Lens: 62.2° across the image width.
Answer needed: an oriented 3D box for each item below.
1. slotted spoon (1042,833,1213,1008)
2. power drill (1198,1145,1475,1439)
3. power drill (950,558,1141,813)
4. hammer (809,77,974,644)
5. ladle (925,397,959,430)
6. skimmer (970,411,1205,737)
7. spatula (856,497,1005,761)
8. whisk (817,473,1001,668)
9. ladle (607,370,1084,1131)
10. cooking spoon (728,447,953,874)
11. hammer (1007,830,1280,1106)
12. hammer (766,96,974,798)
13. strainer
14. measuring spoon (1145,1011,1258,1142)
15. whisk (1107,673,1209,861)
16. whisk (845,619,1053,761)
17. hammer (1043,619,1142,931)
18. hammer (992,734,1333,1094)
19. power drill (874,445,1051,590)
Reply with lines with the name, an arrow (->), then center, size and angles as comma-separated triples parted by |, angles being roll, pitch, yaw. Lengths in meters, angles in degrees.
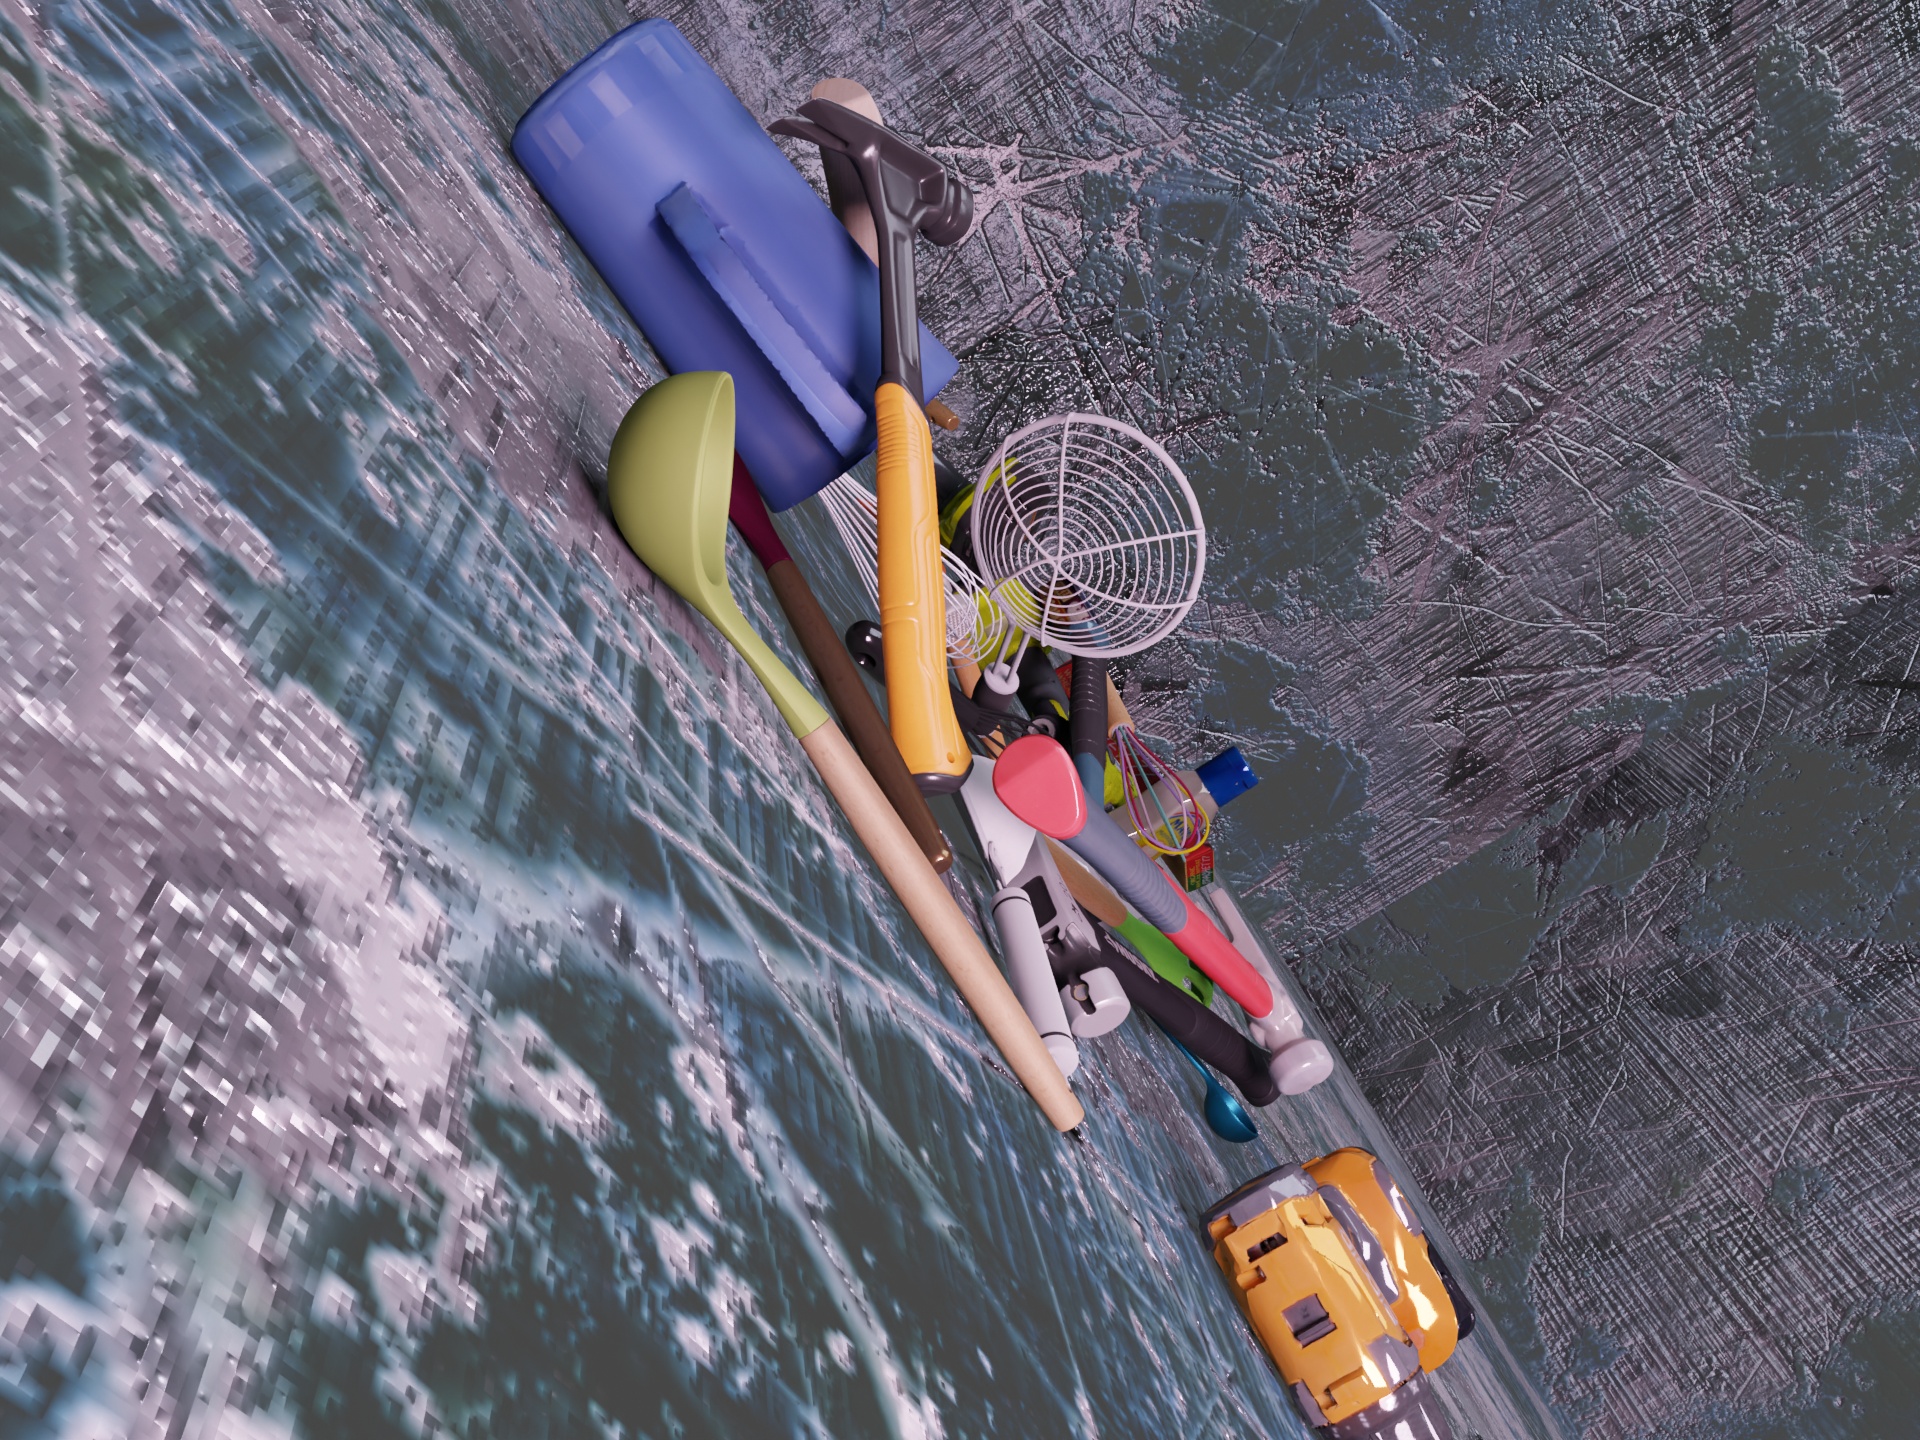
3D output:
slotted spoon -> 0.083, 0.110, 0.966 | 0.313, 0.031, 0.070 | 42, 45, -42
power drill -> 0.205, 0.308, 0.797 | 0.185, 0.084, 0.226 | 59, 12, 19
power drill -> 0.062, -0.021, 1.306 | 0.229, 0.080, 0.190 | 63, 10, 29
hammer -> -0.053, -0.222, 1.012 | 0.146, 0.038, 0.410 | 55, -15, 32
ladle -> -0.098, -0.275, 1.142 | 0.316, 0.031, 0.069 | 40, -20, 39
skimmer -> 0.050, -0.060, 0.925 | 0.127, 0.090, 0.363 | 41, -13, 5
spatula -> -0.017, -0.070, 1.211 | 0.080, 0.041, 0.323 | 52, 12, -41
whisk -> -0.074, -0.144, 1.006 | 0.284, 0.070, 0.070 | 49, 9, -17
ladle -> -0.030, 0.018, 0.590 | 0.320, 0.062, 0.078 | 58, 7, -11
cooking spoon -> -0.075, -0.053, 0.749 | 0.319, 0.017, 0.068 | 60, 8, 34
hammer -> 0.116, 0.160, 0.929 | 0.334, 0.035, 0.146 | 41, 16, -49
hammer -> -0.031, -0.130, 0.767 | 0.127, 0.034, 0.337 | 12, 69, -50
strainer -> 0.024, 0.083, 0.740 | 0.259, 0.050, 0.086 | -106, 176, -57
measuring spoon -> 0.140, 0.220, 1.016 | 0.129, 0.021, 0.042 | 49, 7, 19
whisk -> 0.134, 0.022, 1.221 | 0.051, 0.047, 0.245 | 46, 15, -37
whisk -> -0.002, -0.004, 0.928 | 0.238, 0.055, 0.055 | 39, 19, -54
hammer -> 0.091, 0.025, 1.138 | 0.128, 0.033, 0.331 | 53, 23, -27
hammer -> 0.107, 0.091, 0.865 | 0.385, 0.038, 0.143 | 45, 14, -52
power drill -> -0.038, -0.217, 1.241 | 0.223, 0.080, 0.171 | 44, -12, 5
